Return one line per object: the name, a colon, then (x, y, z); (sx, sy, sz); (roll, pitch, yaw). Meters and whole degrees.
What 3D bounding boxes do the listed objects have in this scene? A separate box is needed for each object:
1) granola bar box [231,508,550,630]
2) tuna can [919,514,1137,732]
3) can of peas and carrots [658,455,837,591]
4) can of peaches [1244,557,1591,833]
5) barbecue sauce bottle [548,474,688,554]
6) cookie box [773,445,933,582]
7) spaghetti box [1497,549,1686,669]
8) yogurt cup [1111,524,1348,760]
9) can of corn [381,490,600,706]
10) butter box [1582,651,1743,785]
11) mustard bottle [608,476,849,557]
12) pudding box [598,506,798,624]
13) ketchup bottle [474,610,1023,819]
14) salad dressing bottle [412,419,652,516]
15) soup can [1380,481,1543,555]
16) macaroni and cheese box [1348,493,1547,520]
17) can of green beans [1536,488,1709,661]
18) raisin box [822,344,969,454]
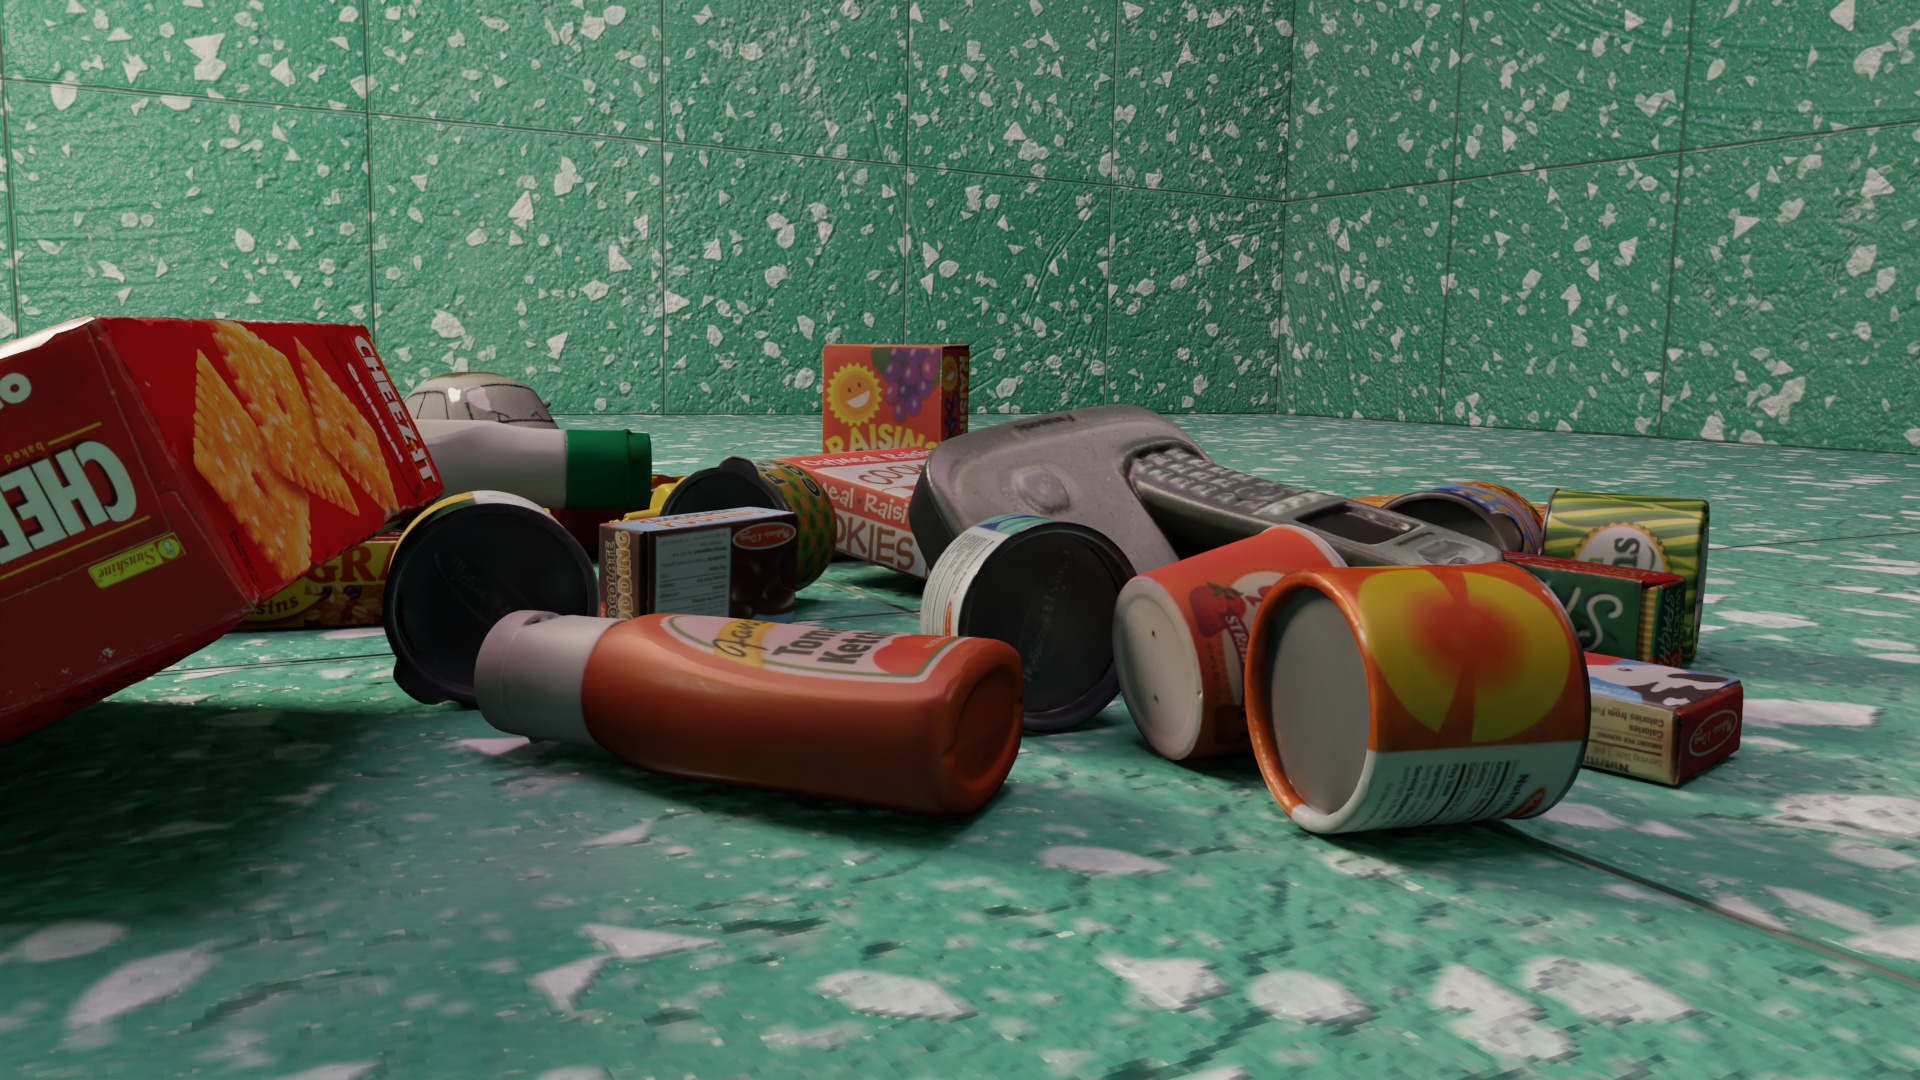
granola bar box: (-0.268, 0.009, 0.625); (0.166, 0.039, 0.124); (-2, 8, -19)
tuna can: (0.025, 0.026, 0.442); (0.071, 0.071, 0.033); (-2, 7, -25)
can of peas and carrots: (-0.096, -0.005, 0.637); (0.071, 0.071, 0.059); (3, 7, 15)
can of peaches: (0.111, 0.037, 0.351); (0.058, 0.071, 0.071); (-2, 8, -15)
barbecue sauce bottle: (-0.196, -0.017, 0.815); (0.065, 0.043, 0.149); (4, 8, 31)
cookie box: (0.003, -0.009, 0.711); (0.167, 0.040, 0.123); (18, 16, 32)
spaghetti box: (0.158, 0.022, 0.551); (0.029, 0.050, 0.250); (-5, 10, -37)
yogurt cup: (0.080, 0.033, 0.409); (0.054, 0.072, 0.072); (-10, 10, -19)
can of corn: (-0.161, 0.019, 0.470); (0.071, 0.071, 0.058); (-2, 7, -21)
butter box: (0.183, 0.049, 0.439); (0.053, 0.024, 0.103); (-6, 11, -42)
mustard bottle: (-0.120, -0.014, 0.777); (0.161, 0.048, 0.065); (-4, 12, -34)
pudding box: (-0.105, 0.015, 0.564); (0.030, 0.049, 0.084); (9, 11, 37)
ketchup bottle: (-0.061, 0.043, 0.377); (0.149, 0.043, 0.065); (3, 8, 21)
salad dressing bottle: (-0.214, -0.032, 0.619); (0.148, 0.044, 0.064); (0, 8, -17)
soup can: (0.213, 0.008, 0.590); (0.071, 0.071, 0.084); (6, 8, 32)
macaroni and cheese box: (0.256, 0.001, 0.763); (0.167, 0.040, 0.123); (-6, 11, -44)
can of green beans: (0.271, 0.014, 0.569); (0.058, 0.071, 0.071); (6, 9, 31)
raisin box: (-0.040, -0.059, 0.853); (0.086, 0.123, 0.040); (4, 8, 27)
